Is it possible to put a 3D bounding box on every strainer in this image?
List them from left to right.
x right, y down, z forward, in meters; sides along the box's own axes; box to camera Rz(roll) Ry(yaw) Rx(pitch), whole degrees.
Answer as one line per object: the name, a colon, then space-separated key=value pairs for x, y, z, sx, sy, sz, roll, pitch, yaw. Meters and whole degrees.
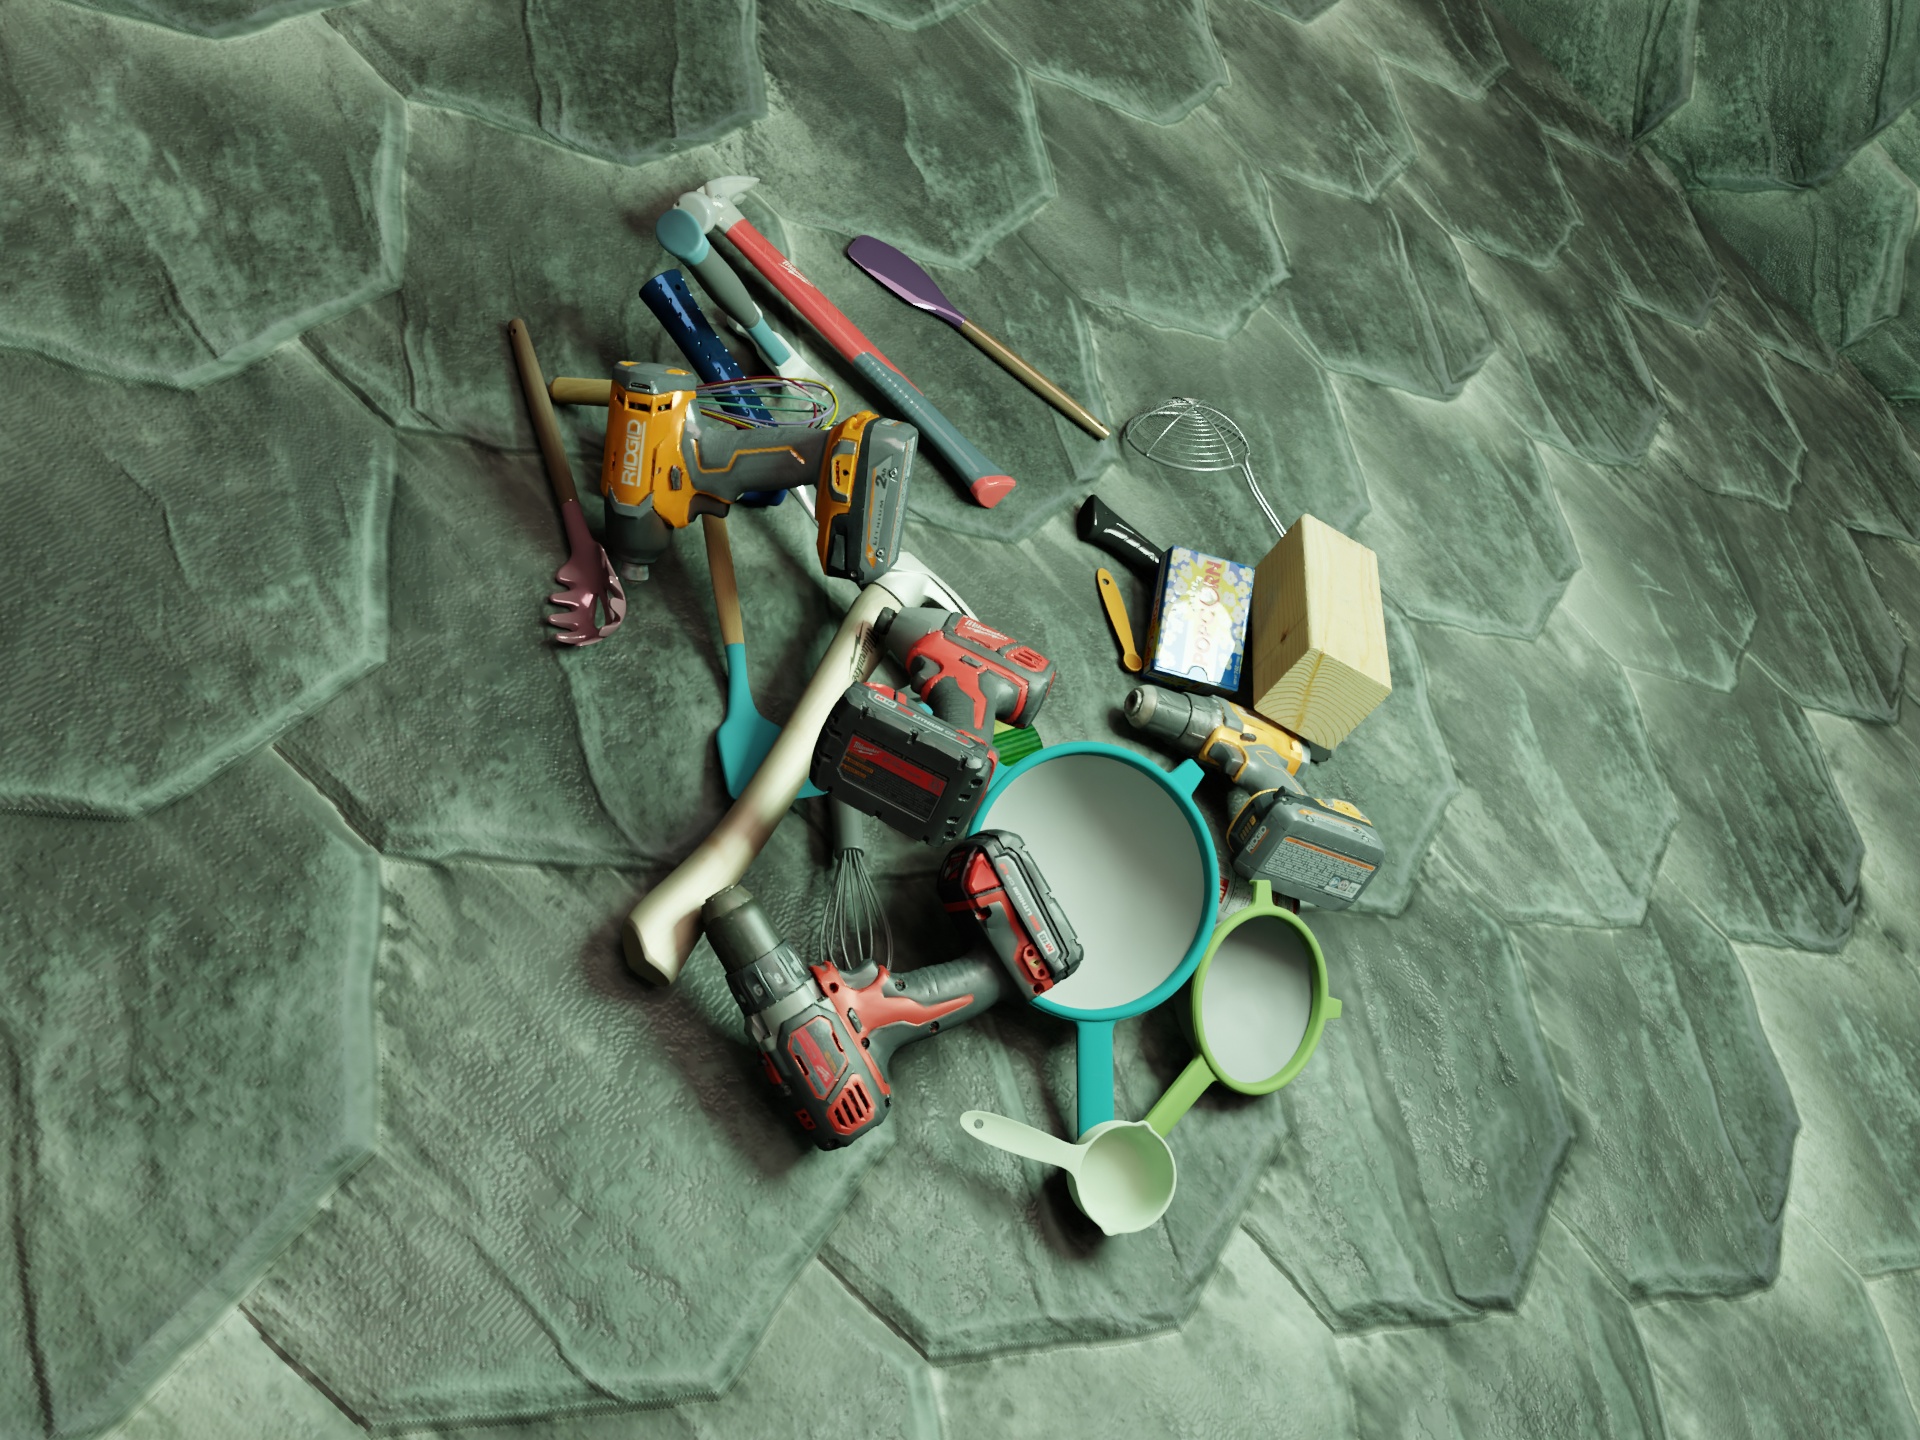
strainer: x=0.087 y=0.190 z=1.224 sx=0.211 sy=0.095 sz=0.340 roll=3 pitch=81 yaw=-19
strainer: x=0.189 y=0.255 z=1.263 sx=0.256 sy=0.069 sz=0.151 roll=-44 pitch=113 yaw=-26

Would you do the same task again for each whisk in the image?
whisk: x=-0.212 y=-0.249 z=1.245 sx=0.245 sy=0.047 sz=0.051 roll=7 pitch=11 yaw=16
whisk: x=-0.085 y=0.100 z=1.188 sx=0.055 sy=0.055 sz=0.239 roll=12 pitch=51 yaw=-27

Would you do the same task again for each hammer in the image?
hammer: x=-0.176 y=-0.328 z=1.261 sx=0.128 sy=0.033 sz=0.331 roll=49 pitch=3 yaw=7
hammer: x=-0.133 y=-0.187 z=1.296 sx=0.144 sy=0.035 sz=0.405 roll=-38 pitch=95 yaw=-39
hammer: x=-0.114 y=0.028 z=1.173 sx=0.146 sy=0.038 sz=0.411 roll=41 pitch=54 yaw=-15
hammer: x=-0.092 y=-0.348 z=1.464 sx=0.386 sy=0.038 sz=0.143 roll=44 pitch=30 yaw=-6
hammer: x=0.251 y=-0.108 z=1.548 sx=0.334 sy=0.035 sz=0.146 roll=37 pitch=49 yaw=-8

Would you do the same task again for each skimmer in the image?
skimmer: x=0.308 y=-0.182 z=1.637 sx=0.363 sy=0.090 sz=0.127 roll=55 pitch=44 yaw=-5

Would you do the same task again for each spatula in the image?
spatula: x=-0.173 y=-0.086 z=1.228 sx=0.082 sy=0.044 sz=0.318 roll=-3 pitch=73 yaw=-33
spatula: x=0.023 y=-0.380 z=1.584 sx=0.316 sy=0.018 sz=0.060 roll=37 pitch=47 yaw=-7

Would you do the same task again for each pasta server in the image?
pasta server: x=-0.312 y=-0.190 z=1.226 sx=0.040 sy=0.060 sz=0.316 roll=27 pitch=38 yaw=-60

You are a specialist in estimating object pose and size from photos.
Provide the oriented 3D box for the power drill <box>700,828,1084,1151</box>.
power drill: x=-0.050 y=0.157 z=1.086 sx=0.226 sy=0.080 sz=0.188 roll=-30 pitch=91 yaw=-22

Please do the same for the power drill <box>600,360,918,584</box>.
power drill: x=-0.156 y=-0.167 z=1.181 sx=0.226 sy=0.164 sz=0.084 roll=12 pitch=16 yaw=4

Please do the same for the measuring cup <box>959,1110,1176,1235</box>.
measuring cup: x=0.072 y=0.309 z=1.134 sx=0.167 sy=0.038 sz=0.083 roll=22 pitch=78 yaw=-11

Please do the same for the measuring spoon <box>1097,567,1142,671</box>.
measuring spoon: x=0.146 y=-0.093 z=1.488 sx=0.021 sy=0.011 sz=0.117 roll=3 pitch=57 yaw=-29

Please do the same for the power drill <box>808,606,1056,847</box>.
power drill: x=-0.021 y=-0.013 z=1.142 sx=0.143 sy=0.078 sz=0.220 roll=27 pitch=30 yaw=3

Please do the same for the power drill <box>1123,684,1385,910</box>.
power drill: x=0.246 y=0.052 z=1.370 sx=0.185 sy=0.084 sz=0.226 roll=19 pitch=25 yaw=-24

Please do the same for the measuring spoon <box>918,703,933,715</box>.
measuring spoon: x=-0.002 y=-0.004 z=1.331 sx=0.128 sy=0.021 sz=0.042 roll=-7 pitch=66 yaw=-26
